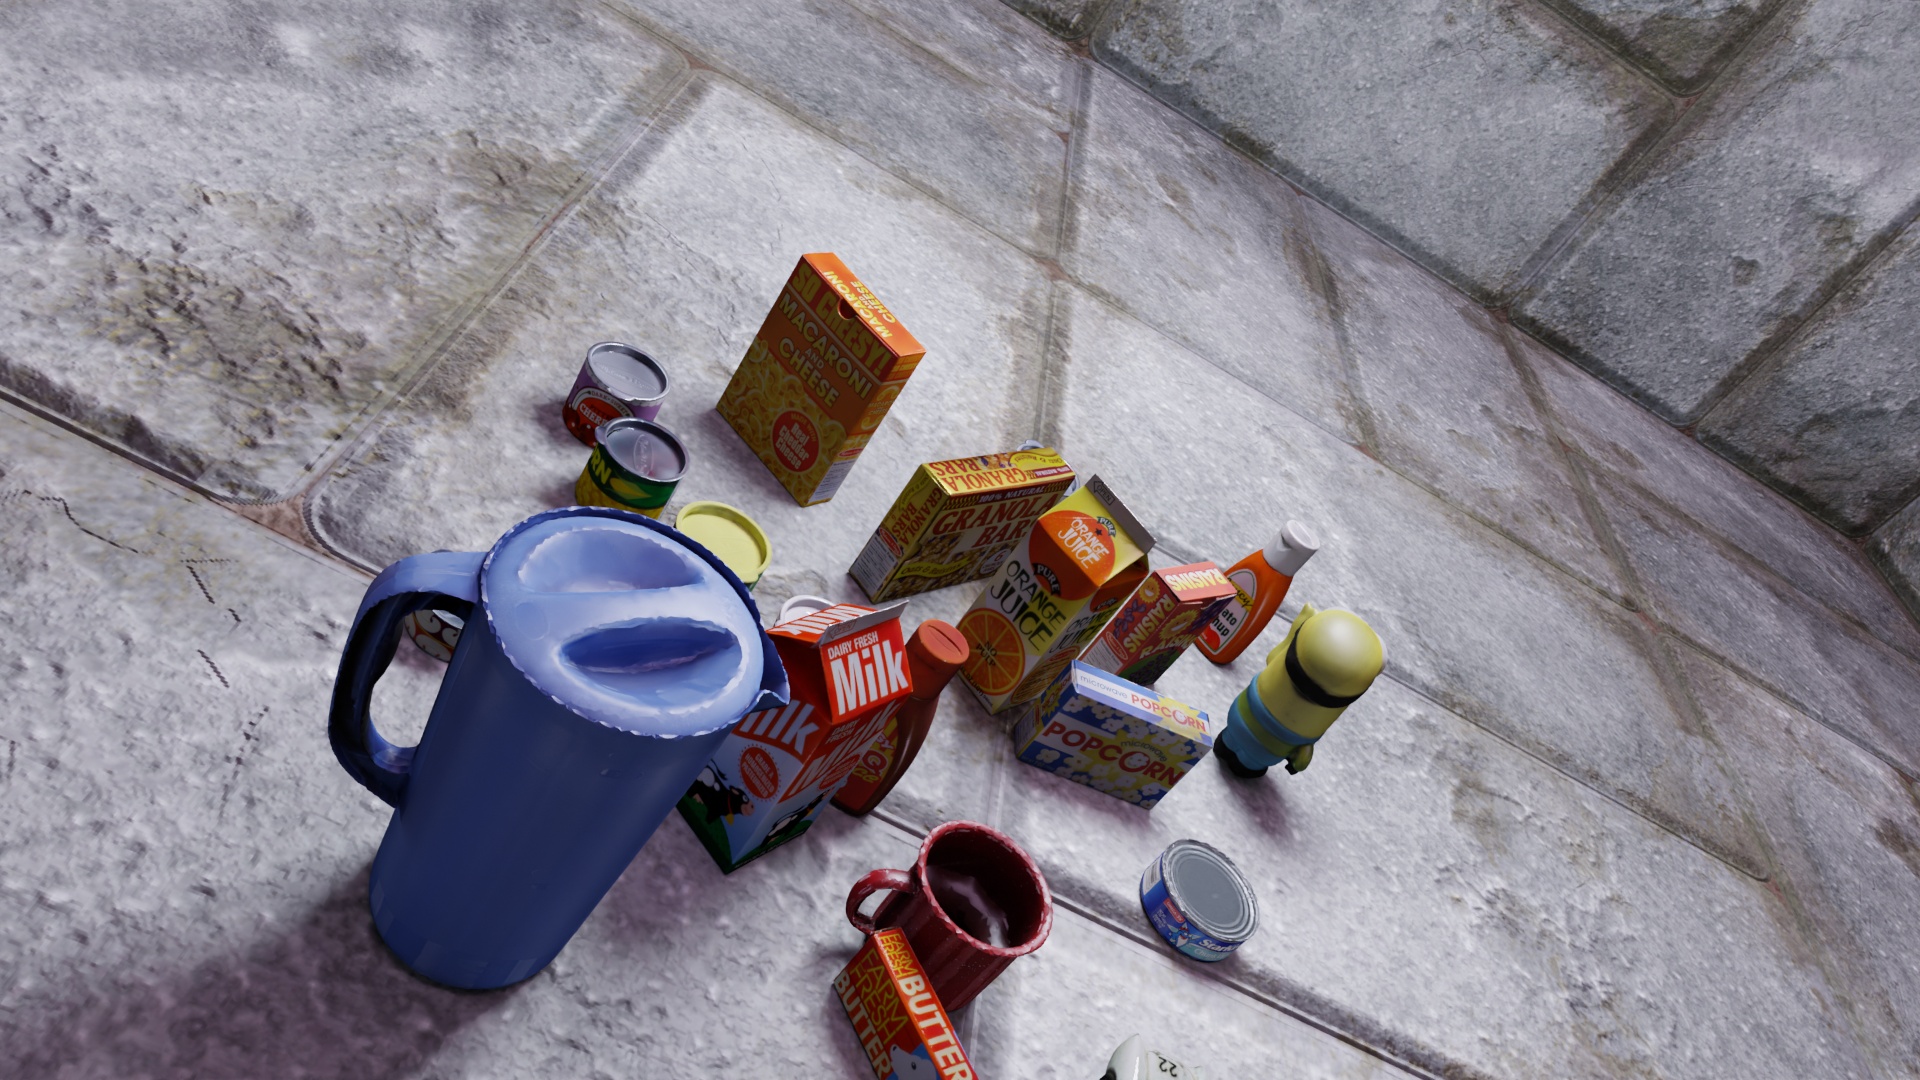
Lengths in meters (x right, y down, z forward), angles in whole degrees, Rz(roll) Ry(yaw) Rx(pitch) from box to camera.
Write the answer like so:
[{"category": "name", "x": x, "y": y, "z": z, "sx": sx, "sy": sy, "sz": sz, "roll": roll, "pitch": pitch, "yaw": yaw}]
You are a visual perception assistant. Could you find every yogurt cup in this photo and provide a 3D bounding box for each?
[{"category": "yogurt cup", "x": -0.107, "y": 0.080, "z": 0.966, "sx": 0.072, "sy": 0.053, "sz": 0.073, "roll": 24, "pitch": 34, "yaw": -18}]

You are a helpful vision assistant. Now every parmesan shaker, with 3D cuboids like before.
[{"category": "parmesan shaker", "x": -0.175, "y": 0.035, "z": 0.915, "sx": 0.071, "sy": 0.102, "sz": 0.072, "roll": 25, "pitch": 34, "yaw": -18}]

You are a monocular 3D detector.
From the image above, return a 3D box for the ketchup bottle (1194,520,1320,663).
[{"category": "ketchup bottle", "x": 0.269, "y": 0.044, "z": 1.272, "sx": 0.043, "sy": 0.148, "sz": 0.065, "roll": 2, "pitch": 46, "yaw": -42}]

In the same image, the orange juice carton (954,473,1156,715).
[{"category": "orange juice carton", "x": 0.072, "y": 0.040, "z": 1.054, "sx": 0.073, "sy": 0.191, "sz": 0.072, "roll": -13, "pitch": 56, "yaw": -50}]

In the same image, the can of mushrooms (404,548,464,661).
[{"category": "can of mushrooms", "x": -0.304, "y": 0.040, "z": 0.853, "sx": 0.071, "sy": 0.033, "sz": 0.071, "roll": 24, "pitch": 34, "yaw": -18}]

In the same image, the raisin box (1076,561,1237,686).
[{"category": "raisin box", "x": 0.162, "y": 0.074, "z": 1.159, "sx": 0.086, "sy": 0.122, "sz": 0.040, "roll": -5, "pitch": 50, "yaw": -46}]

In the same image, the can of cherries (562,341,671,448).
[{"category": "can of cherries", "x": -0.263, "y": -0.107, "z": 1.057, "sx": 0.071, "sy": 0.058, "sz": 0.072, "roll": 24, "pitch": 34, "yaw": -18}]

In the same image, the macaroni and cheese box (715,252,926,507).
[{"category": "macaroni and cheese box", "x": -0.116, "y": -0.128, "z": 1.120, "sx": 0.124, "sy": 0.165, "sz": 0.040, "roll": 48, "pitch": 34, "yaw": 18}]

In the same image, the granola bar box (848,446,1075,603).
[{"category": "granola bar box", "x": 0.004, "y": -0.014, "z": 1.124, "sx": 0.166, "sy": 0.123, "sz": 0.039, "roll": -11, "pitch": 55, "yaw": -49}]

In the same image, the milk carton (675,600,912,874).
[{"category": "milk carton", "x": -0.096, "y": 0.105, "z": 0.817, "sx": 0.073, "sy": 0.189, "sz": 0.072, "roll": 48, "pitch": 34, "yaw": 18}]

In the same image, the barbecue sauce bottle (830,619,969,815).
[{"category": "barbecue sauce bottle", "x": -0.046, "y": 0.111, "z": 0.895, "sx": 0.065, "sy": 0.147, "sz": 0.044, "roll": 41, "pitch": 32, "yaw": 8}]

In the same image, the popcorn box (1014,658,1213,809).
[{"category": "popcorn box", "x": 0.116, "y": 0.148, "z": 1.056, "sx": 0.127, "sy": 0.084, "sz": 0.038, "roll": 23, "pitch": 34, "yaw": -19}]

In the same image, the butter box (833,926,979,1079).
[{"category": "butter box", "x": -0.032, "y": 0.277, "z": 0.785, "sx": 0.024, "sy": 0.053, "sz": 0.104, "roll": 1, "pitch": 46, "yaw": -43}]

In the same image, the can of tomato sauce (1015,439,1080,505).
[{"category": "can of tomato sauce", "x": 0.056, "y": -0.036, "z": 1.239, "sx": 0.071, "sy": 0.082, "sz": 0.071, "roll": 24, "pitch": 34, "yaw": -18}]

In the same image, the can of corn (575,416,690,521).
[{"category": "can of corn", "x": -0.239, "y": -0.047, "z": 1.002, "sx": 0.071, "sy": 0.058, "sz": 0.071, "roll": 24, "pitch": 34, "yaw": -18}]
